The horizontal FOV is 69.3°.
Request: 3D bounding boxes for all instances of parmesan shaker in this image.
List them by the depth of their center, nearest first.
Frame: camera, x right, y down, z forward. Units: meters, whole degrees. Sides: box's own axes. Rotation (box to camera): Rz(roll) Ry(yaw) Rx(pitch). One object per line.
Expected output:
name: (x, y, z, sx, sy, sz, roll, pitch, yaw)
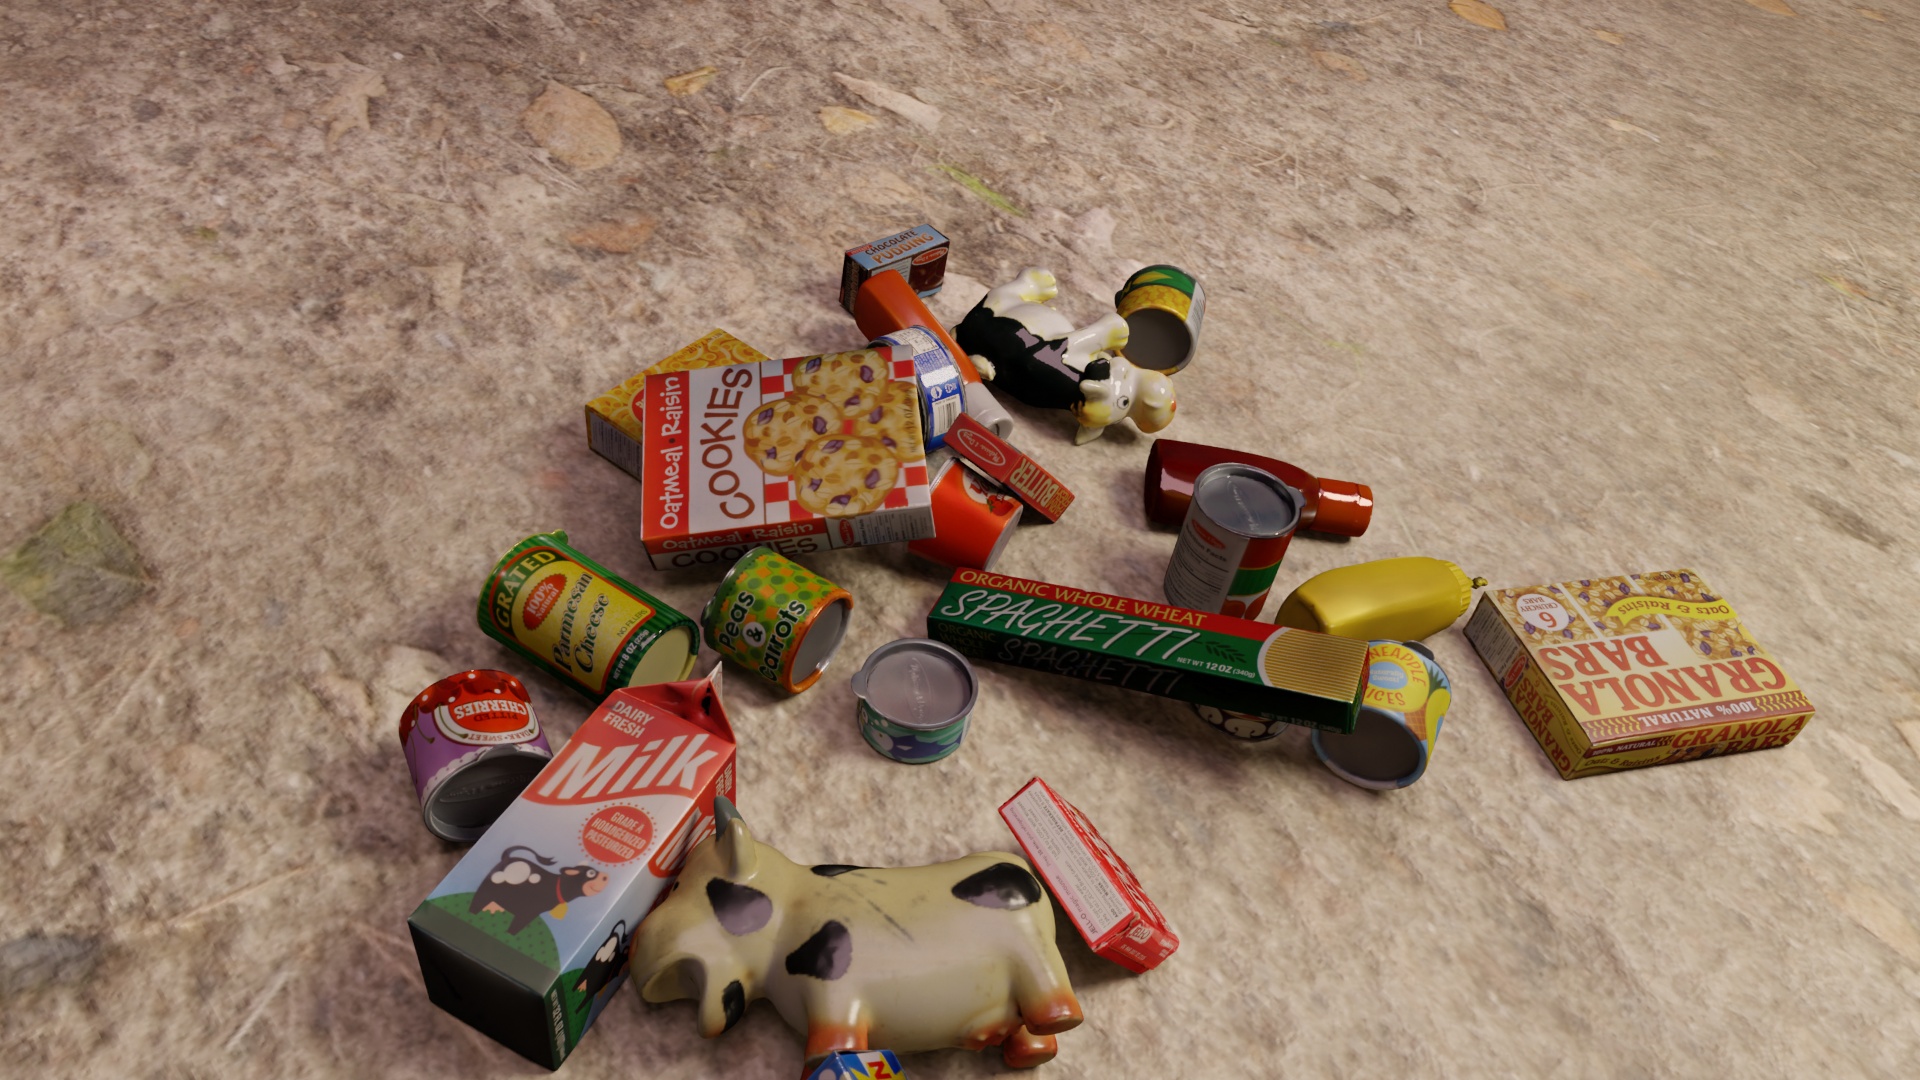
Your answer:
parmesan shaker: (-0.201, 0.045, 0.761, 0.103, 0.071, 0.072, 28, 46, 18)

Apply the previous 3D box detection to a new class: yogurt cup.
yogurt cup: (0.003, -0.011, 0.866, 0.054, 0.072, 0.073, 29, 46, 8)

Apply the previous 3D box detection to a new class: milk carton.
milk carton: (-0.166, 0.142, 0.664, 0.073, 0.072, 0.191, 23, 44, 14)

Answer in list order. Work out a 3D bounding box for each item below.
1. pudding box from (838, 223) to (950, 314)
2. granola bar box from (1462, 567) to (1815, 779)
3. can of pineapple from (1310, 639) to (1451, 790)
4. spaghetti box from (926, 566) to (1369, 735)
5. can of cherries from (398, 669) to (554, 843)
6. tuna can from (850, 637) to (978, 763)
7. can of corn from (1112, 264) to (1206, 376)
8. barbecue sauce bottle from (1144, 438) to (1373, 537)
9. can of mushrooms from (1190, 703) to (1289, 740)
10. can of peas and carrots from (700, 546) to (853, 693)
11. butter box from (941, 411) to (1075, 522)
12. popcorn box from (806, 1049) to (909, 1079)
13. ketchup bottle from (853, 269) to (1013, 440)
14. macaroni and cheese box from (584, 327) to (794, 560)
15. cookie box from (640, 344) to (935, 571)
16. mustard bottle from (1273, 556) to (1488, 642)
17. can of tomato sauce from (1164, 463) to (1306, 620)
pudding box: (-0.051, -0.207, 1.071, 0.084, 0.049, 0.030, -27, 56, -32)
granola bar box: (0.421, 0.079, 0.868, 0.166, 0.038, 0.125, -5, 45, -16)
can of pineapple: (0.240, 0.098, 0.791, 0.071, 0.070, 0.058, 25, 45, 15)
spaghetti box: (0.102, 0.060, 0.790, 0.250, 0.028, 0.050, 10, 42, 22)
can of cherries: (-0.238, 0.105, 0.690, 0.072, 0.071, 0.058, -15, 48, -25)
tuna can: (-0.027, 0.089, 0.775, 0.071, 0.032, 0.071, 6, 43, -5)
can of corn: (0.148, -0.166, 1.055, 0.071, 0.070, 0.058, 15, 43, 5)
barbecue sauce bottle: (0.201, -0.031, 0.939, 0.149, 0.043, 0.065, 8, 43, -3)
can of mushrooms: (0.167, 0.082, 0.820, 0.071, 0.033, 0.071, 6, 44, -5)
can of peas and carrots: (-0.102, 0.045, 0.781, 0.059, 0.070, 0.071, 27, 45, 16)
butter box: (0.032, -0.046, 0.888, 0.053, 0.103, 0.024, 38, 93, 27)
popcorn box: (-0.033, 0.276, 0.537, 0.038, 0.085, 0.127, 21, 24, -51)
ketchup bottle: (-0.020, -0.123, 0.983, 0.044, 0.064, 0.149, -30, 64, -17)
macaroni and cheese box: (-0.142, -0.065, 0.910, 0.167, 0.040, 0.124, 32, 48, 22)
cookie box: (-0.105, -0.050, 0.833, 0.167, 0.040, 0.123, -7, 57, -1)
mustard bottle: (0.269, 0.041, 0.865, 0.161, 0.065, 0.049, -12, 49, -29)
can of tomato sauce: (0.170, 0.004, 0.866, 0.071, 0.082, 0.071, 6, 43, -5)
